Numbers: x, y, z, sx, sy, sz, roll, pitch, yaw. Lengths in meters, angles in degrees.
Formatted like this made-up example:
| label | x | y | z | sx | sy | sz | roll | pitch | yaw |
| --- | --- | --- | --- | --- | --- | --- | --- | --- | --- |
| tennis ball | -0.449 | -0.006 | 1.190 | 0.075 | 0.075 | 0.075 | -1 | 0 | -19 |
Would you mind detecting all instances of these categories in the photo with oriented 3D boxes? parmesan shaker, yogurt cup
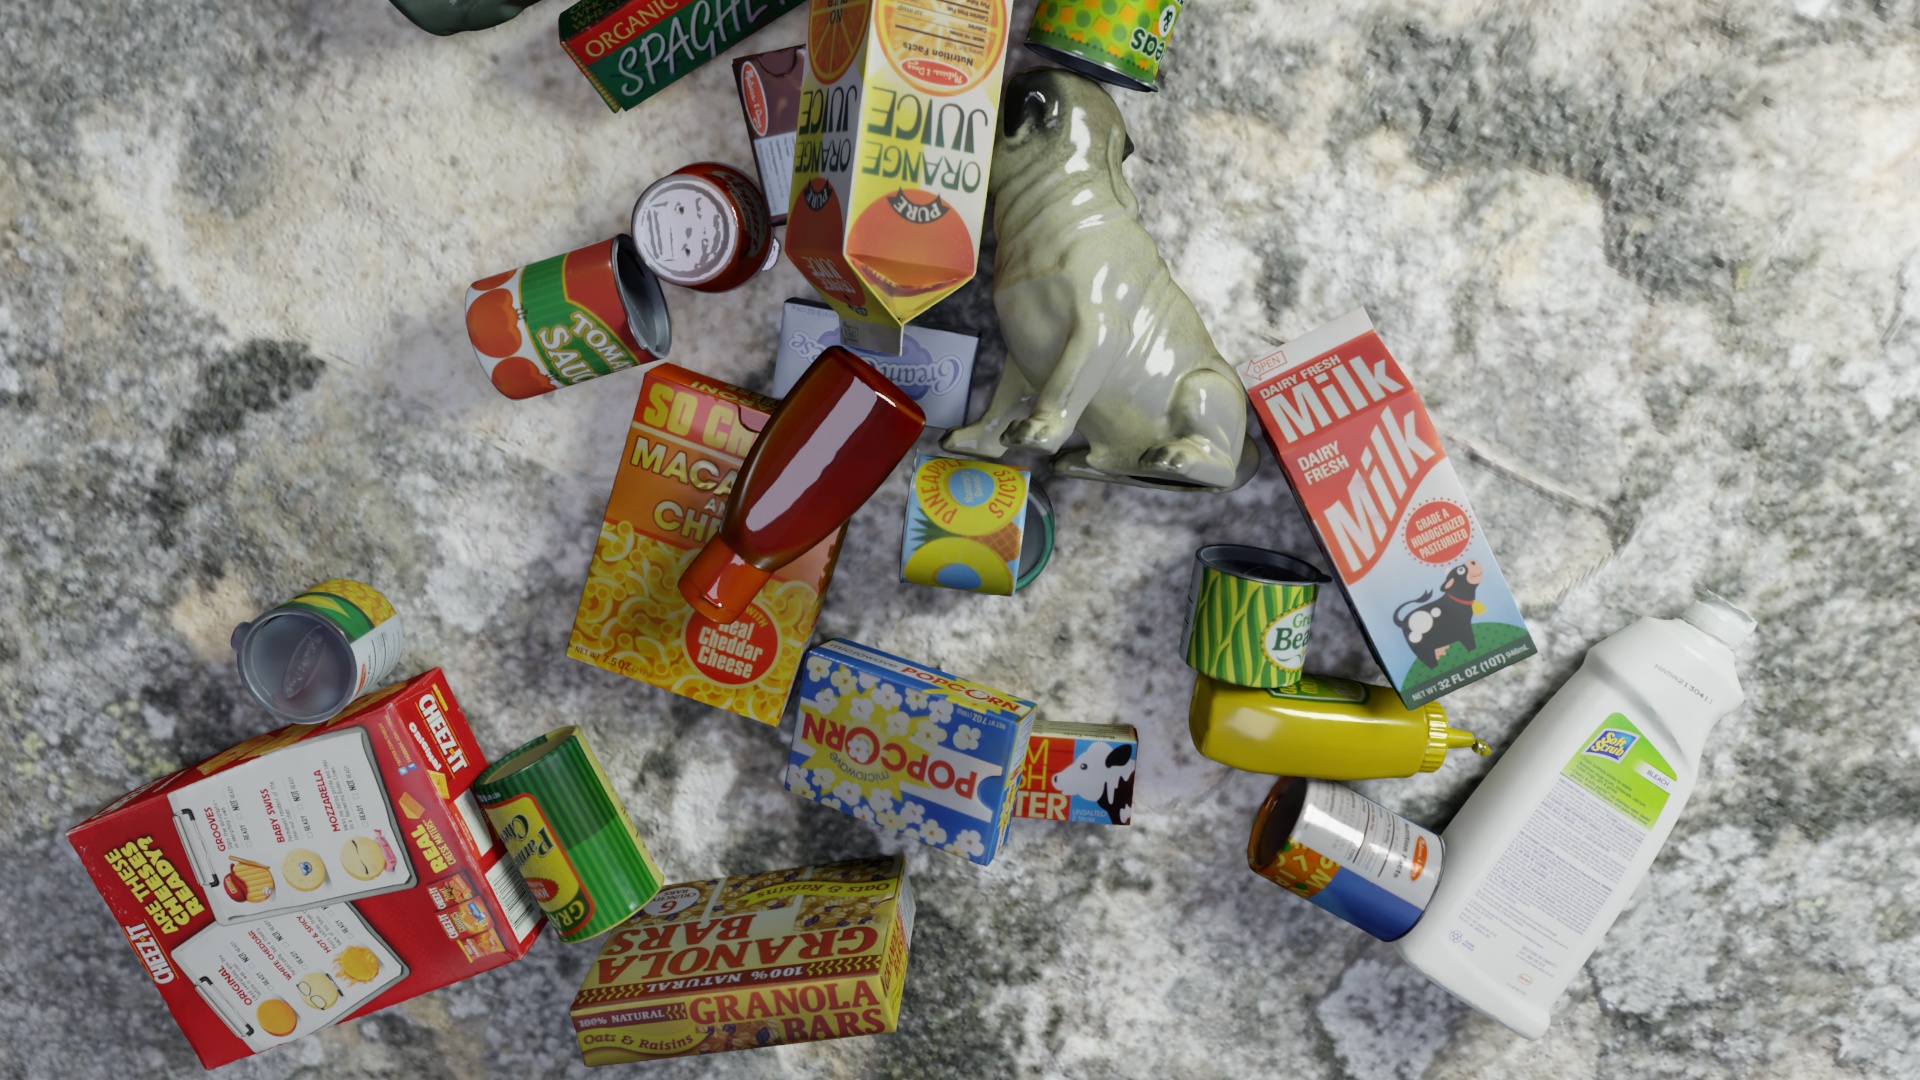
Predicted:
| label | x | y | z | sx | sy | sz | roll | pitch | yaw |
| --- | --- | --- | --- | --- | --- | --- | --- | --- | --- |
| parmesan shaker | -0.223 | 0.165 | 0.787 | 0.071 | 0.071 | 0.103 | -25 | 101 | 9 |
| yogurt cup | -0.133 | -0.158 | 0.706 | 0.072 | 0.054 | 0.072 | 1 | 104 | 4 |

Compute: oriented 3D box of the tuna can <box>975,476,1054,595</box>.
| label | x | y | z | sx | sy | sz | roll | pitch | yaw |
| --- | --- | --- | --- | --- | --- | --- | --- | --- | --- |
| tuna can | 0.017 | -0.003 | 0.745 | 0.071 | 0.033 | 0.071 | 1 | 103 | 3 |

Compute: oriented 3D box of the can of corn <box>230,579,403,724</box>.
| label | x | y | z | sx | sy | sz | roll | pitch | yaw |
| --- | --- | --- | --- | --- | --- | --- | --- | --- | --- |
| can of corn | -0.356 | 0.059 | 0.771 | 0.071 | 0.058 | 0.071 | 1 | 104 | 4 |

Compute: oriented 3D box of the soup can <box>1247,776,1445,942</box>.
| label | x | y | z | sx | sy | sz | roll | pitch | yaw |
| --- | --- | --- | --- | --- | --- | --- | --- | --- | --- |
| soup can | 0.208 | 0.171 | 0.760 | 0.084 | 0.071 | 0.071 | 28 | 104 | -3 |

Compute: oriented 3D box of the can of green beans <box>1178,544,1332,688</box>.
| label | x | y | z | sx | sy | sz | roll | pitch | yaw |
| --- | --- | --- | --- | --- | --- | --- | --- | --- | --- |
| can of green beans | 0.151 | 0.039 | 0.729 | 0.071 | 0.071 | 0.057 | 8 | 105 | 2 |

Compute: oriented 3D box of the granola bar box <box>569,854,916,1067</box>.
| label | x | y | z | sx | sy | sz | roll | pitch | yaw |
| --- | --- | --- | --- | --- | --- | --- | --- | --- | --- |
| granola bar box | -0.113 | 0.227 | 0.763 | 0.165 | 0.124 | 0.039 | -9 | 105 | 6 |

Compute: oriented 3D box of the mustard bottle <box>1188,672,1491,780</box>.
| label | x | y | z | sx | sy | sz | roll | pitch | yaw |
| --- | --- | --- | --- | --- | --- | --- | --- | --- | --- |
| mustard bottle | 0.206 | 0.100 | 0.745 | 0.160 | 0.065 | 0.048 | 6 | 105 | -4 |

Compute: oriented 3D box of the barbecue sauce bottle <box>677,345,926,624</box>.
| label | x | y | z | sx | sy | sz | roll | pitch | yaw |
| --- | --- | --- | --- | --- | --- | --- | --- | --- | --- |
| barbecue sauce bottle | -0.085 | -0.023 | 0.699 | 0.065 | 0.044 | 0.148 | 37 | 102 | -14 |

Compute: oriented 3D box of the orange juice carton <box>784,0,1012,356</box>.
| label | x | y | z | sx | sy | sz | roll | pitch | yaw |
| --- | --- | --- | --- | --- | --- | --- | --- | --- | --- |
| orange juice carton | -0.032 | -0.186 | 0.659 | 0.073 | 0.072 | 0.192 | 2 | 101 | -31 |

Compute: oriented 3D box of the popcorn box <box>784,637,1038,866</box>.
| label | x | y | z | sx | sy | sz | roll | pitch | yaw |
| --- | --- | --- | --- | --- | --- | --- | --- | --- | --- |
| popcorn box | -0.029 | 0.112 | 0.755 | 0.127 | 0.038 | 0.085 | 17 | 104 | 20 |

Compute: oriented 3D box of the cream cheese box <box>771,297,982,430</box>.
| label | x | y | z | sx | sy | sz | roll | pitch | yaw |
| --- | --- | --- | --- | --- | --- | --- | --- | --- | --- |
| cream cheese box | -0.044 | -0.092 | 0.731 | 0.104 | 0.024 | 0.053 | 10 | 106 | 1 |

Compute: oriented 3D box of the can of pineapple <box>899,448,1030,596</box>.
| label | x | y | z | sx | sy | sz | roll | pitch | yaw |
| --- | --- | --- | --- | --- | --- | --- | --- | --- | --- |
| can of pineapple | 0.002 | -0.009 | 0.691 | 0.058 | 0.071 | 0.070 | 7 | 104 | 1 |

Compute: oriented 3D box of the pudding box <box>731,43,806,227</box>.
| label | x | y | z | sx | sy | sz | roll | pitch | yaw |
| --- | --- | --- | --- | --- | --- | --- | --- | --- | --- |
| pudding box | -0.080 | -0.205 | 0.703 | 0.049 | 0.030 | 0.083 | -10 | 103 | 7 |

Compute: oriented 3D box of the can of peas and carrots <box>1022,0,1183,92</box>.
| label | x | y | z | sx | sy | sz | roll | pitch | yaw |
| --- | --- | --- | --- | --- | --- | --- | --- | --- | --- |
| can of peas and carrots | 0.072 | -0.252 | 0.661 | 0.071 | 0.071 | 0.058 | 20 | 104 | -1 |

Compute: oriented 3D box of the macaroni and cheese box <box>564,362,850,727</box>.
| label | x | y | z | sx | sy | sz | roll | pitch | yaw |
| --- | --- | --- | --- | --- | --- | --- | --- | --- | --- |
| macaroni and cheese box | -0.130 | 0.003 | 0.752 | 0.124 | 0.040 | 0.166 | 19 | 104 | -2 |

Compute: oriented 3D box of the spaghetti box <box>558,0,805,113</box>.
| label | x | y | z | sx | sy | sz | roll | pitch | yaw |
| --- | --- | --- | --- | --- | --- | --- | --- | --- | --- |
| spaghetti box | -0.079 | -0.292 | 0.670 | 0.250 | 0.029 | 0.050 | -28 | 142 | 10 |

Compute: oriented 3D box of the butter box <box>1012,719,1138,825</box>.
| label | x | y | z | sx | sy | sz | roll | pitch | yaw |
| --- | --- | --- | --- | --- | --- | --- | --- | --- | --- |
| butter box | 0.046 | 0.128 | 0.780 | 0.103 | 0.024 | 0.053 | 4 | 104 | 2 |

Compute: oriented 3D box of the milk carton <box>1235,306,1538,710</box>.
| label | x | y | z | sx | sy | sz | roll | pitch | yaw |
| --- | --- | --- | --- | --- | --- | --- | --- | --- | --- |
| milk carton | 0.212 | -0.019 | 0.707 | 0.072 | 0.073 | 0.190 | -26 | 100 | 10 |

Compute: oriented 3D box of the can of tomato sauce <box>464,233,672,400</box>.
| label | x | y | z | sx | sy | sz | roll | pitch | yaw |
| --- | --- | --- | --- | --- | --- | --- | --- | --- | --- |
| can of tomato sauce | -0.200 | -0.112 | 0.714 | 0.083 | 0.071 | 0.071 | -15 | 103 | 8 |
